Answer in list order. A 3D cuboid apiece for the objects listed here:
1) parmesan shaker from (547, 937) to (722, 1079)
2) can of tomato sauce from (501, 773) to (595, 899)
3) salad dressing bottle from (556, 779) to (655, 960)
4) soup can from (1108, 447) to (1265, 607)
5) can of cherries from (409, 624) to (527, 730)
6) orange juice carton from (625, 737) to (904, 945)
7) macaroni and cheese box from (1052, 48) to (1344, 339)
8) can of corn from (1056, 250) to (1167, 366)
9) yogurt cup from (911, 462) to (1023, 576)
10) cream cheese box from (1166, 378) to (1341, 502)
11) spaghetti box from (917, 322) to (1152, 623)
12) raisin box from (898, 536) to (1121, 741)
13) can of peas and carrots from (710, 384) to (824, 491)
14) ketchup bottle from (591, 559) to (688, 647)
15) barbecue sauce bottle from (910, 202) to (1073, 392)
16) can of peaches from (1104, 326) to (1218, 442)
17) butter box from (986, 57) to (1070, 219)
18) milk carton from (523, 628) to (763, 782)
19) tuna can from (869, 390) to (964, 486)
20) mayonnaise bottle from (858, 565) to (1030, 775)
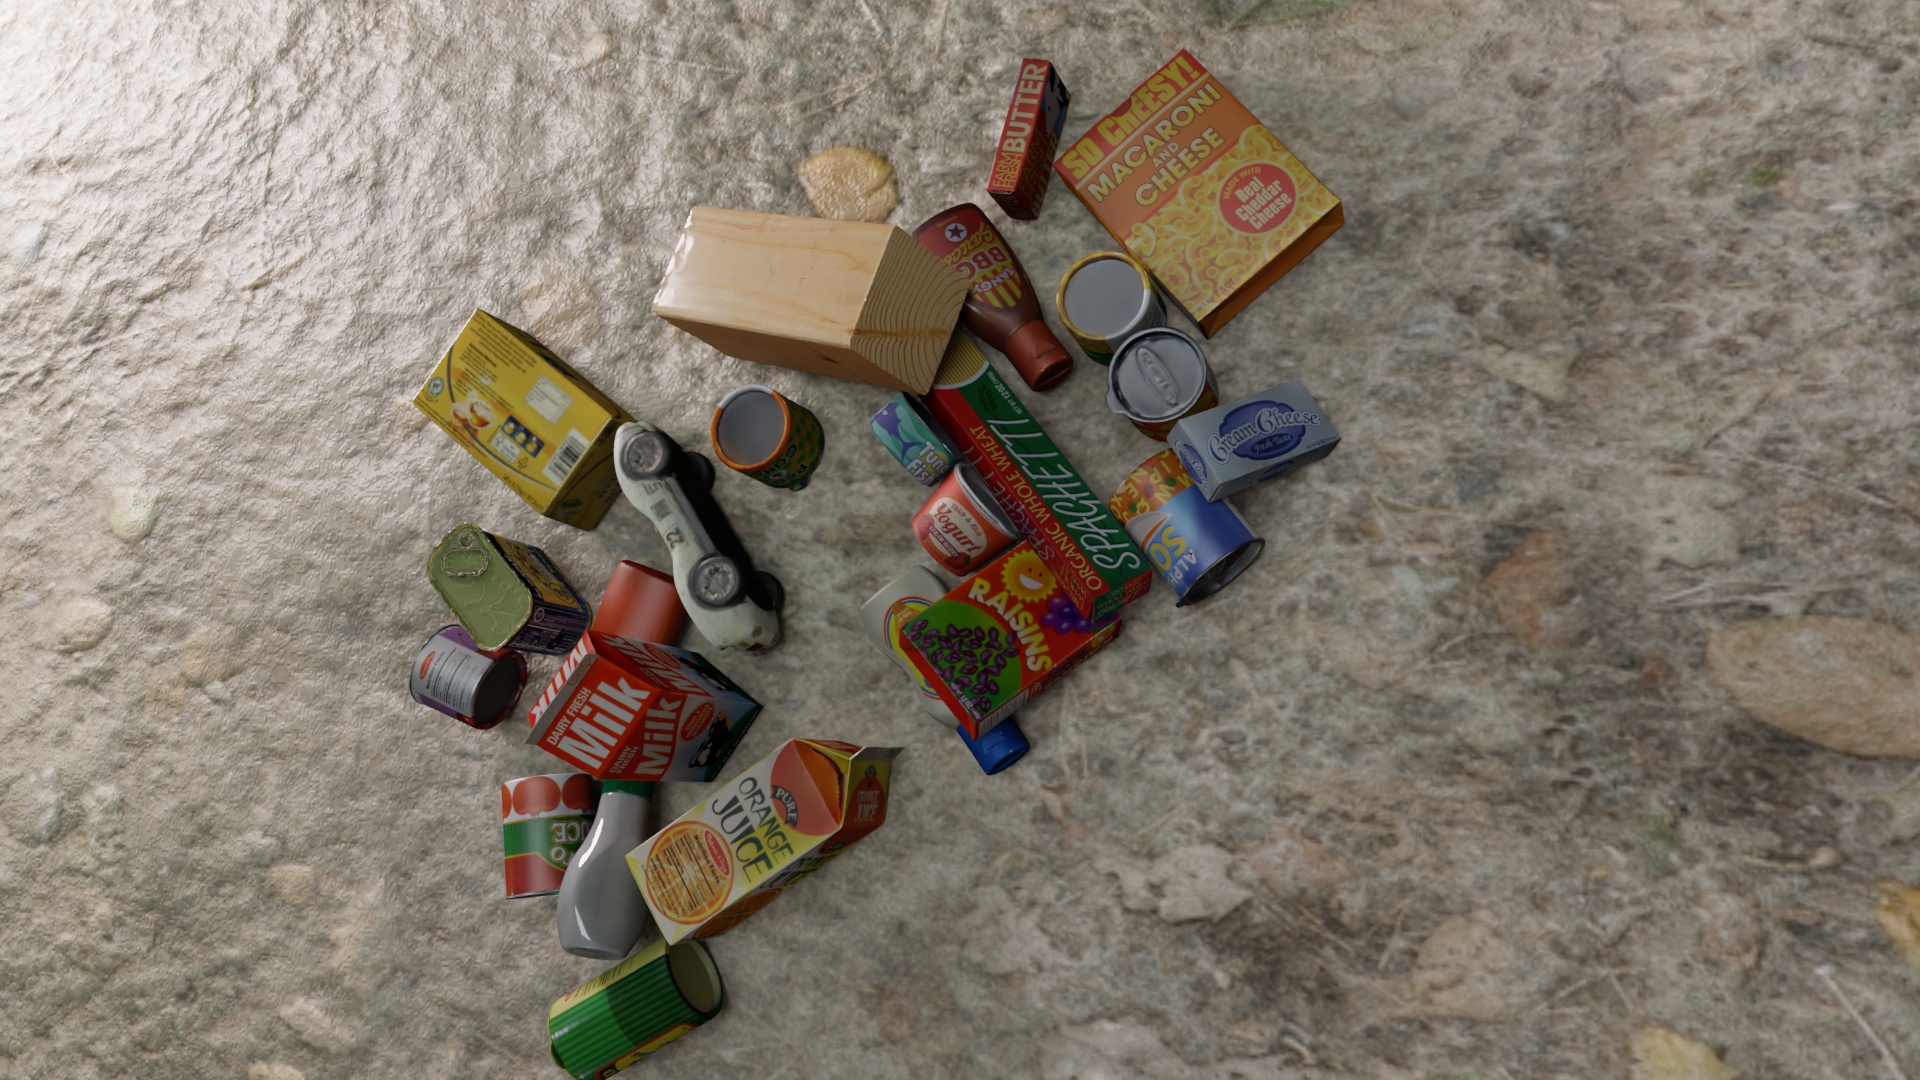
[{"bbox_3d":[-0.226,0.326,0.968,0.103,0.071,0.071,-32,71,11],"label":"parmesan shaker"},{"bbox_3d":[-0.299,0.216,1.018,0.071,0.071,0.083,-12,75,17],"label":"can of tomato sauce"},{"bbox_3d":[-0.246,0.220,0.992,0.044,0.064,0.148,-24,50,42],"label":"salad dressing bottle"},{"bbox_3d":[0.145,-0.008,0.908,0.071,0.071,0.084,-40,69,8],"label":"soup can"},{"bbox_3d":[-0.375,0.105,1.067,0.058,0.071,0.071,20,87,15],"label":"can of cherries"},{"bbox_3d":[-0.126,0.196,0.959,0.192,0.072,0.073,-36,70,10],"label":"orange juice carton"},{"bbox_3d":[0.163,-0.242,0.963,0.123,0.040,0.167,-40,70,7],"label":"macaroni and cheese box"},{"bbox_3d":[0.102,-0.161,0.958,0.071,0.058,0.071,-4,78,18],"label":"can of corn"},{"bbox_3d":[0.003,-0.012,0.961,0.054,0.072,0.072,-42,69,16],"label":"yogurt cup"},{"bbox_3d":[0.189,-0.066,0.898,0.104,0.024,0.053,-20,67,-25],"label":"cream cheese box"},{"bbox_3d":[0.040,-0.052,0.949,0.050,0.028,0.251,-26,61,-19],"label":"spaghetti box"},{"bbox_3d":[0.033,0.062,0.923,0.124,0.040,0.086,-34,68,-17],"label":"raisin box"},{"bbox_3d":[-0.142,-0.074,1.026,0.071,0.058,0.071,-4,78,19],"label":"can of peas and carrots"},{"bbox_3d":[-0.254,0.093,1.040,0.065,0.043,0.149,21,87,23],"label":"ketchup bottle"},{"bbox_3d":[0.025,-0.172,0.993,0.065,0.043,0.149,-30,70,-13],"label":"barbecue sauce bottle"},{"bbox_3d":[0.135,-0.103,0.936,0.071,0.058,0.071,-4,79,19],"label":"can of peaches"},{"bbox_3d":[0.050,-0.289,1.005,0.024,0.053,0.103,13,84,23],"label":"butter box"},{"bbox_3d":[-0.220,0.114,0.944,0.073,0.190,0.072,35,93,21],"label":"milk carton"},{"bbox_3d":[-0.030,-0.070,0.981,0.033,0.071,0.071,-42,69,9],"label":"tuna can"},{"bbox_3d":[-0.007,0.091,0.955,0.065,0.041,0.148,-37,69,4],"label":"mayonnaise bottle"}]
